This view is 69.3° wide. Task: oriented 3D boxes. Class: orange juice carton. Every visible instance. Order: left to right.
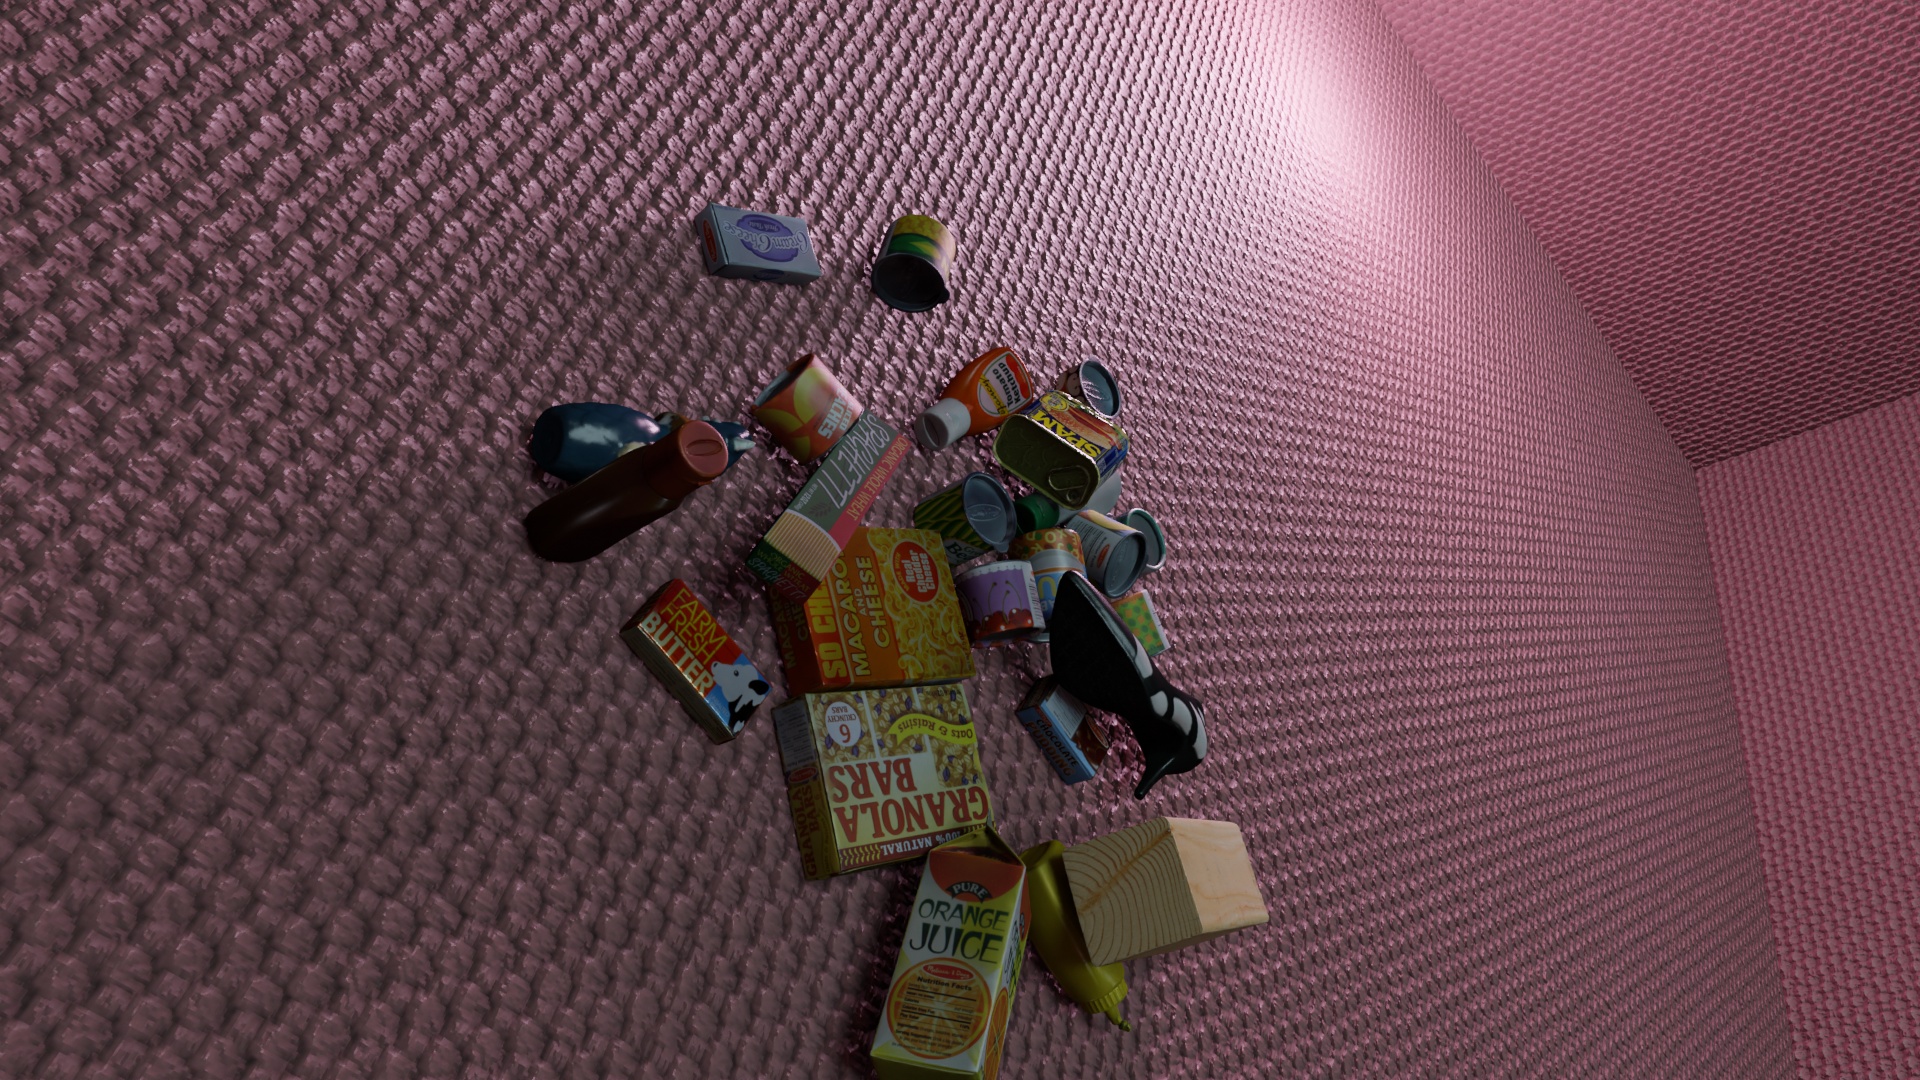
[{"bbox_3d":[0.002,0.283,0.955,0.071,0.073,0.194,82,19,-46],"label":"orange juice carton"}]

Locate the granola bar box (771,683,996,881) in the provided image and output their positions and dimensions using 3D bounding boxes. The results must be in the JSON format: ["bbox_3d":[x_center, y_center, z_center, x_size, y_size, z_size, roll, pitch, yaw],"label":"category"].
[{"bbox_3d":[-0.050,0.170,1.005,0.166,0.039,0.124,3,68,-48],"label":"granola bar box"}]

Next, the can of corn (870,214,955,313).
[{"bbox_3d":[-0.038,-0.243,1.224,0.071,0.071,0.058,40,44,-29],"label":"can of corn"}]

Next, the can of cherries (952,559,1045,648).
[{"bbox_3d":[0.030,0.054,1.145,0.071,0.071,0.058,5,68,-48],"label":"can of cherries"}]

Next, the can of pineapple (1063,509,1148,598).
[{"bbox_3d":[0.129,0.012,1.265,0.071,0.058,0.070,-32,135,-38],"label":"can of pineapple"}]

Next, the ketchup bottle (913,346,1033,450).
[{"bbox_3d":[0.011,-0.122,1.234,0.149,0.043,0.064,-40,108,-51],"label":"ketchup bottle"}]

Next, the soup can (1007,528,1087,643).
[{"bbox_3d":[0.078,0.038,1.202,0.071,0.071,0.084,14,60,-45],"label":"soup can"}]

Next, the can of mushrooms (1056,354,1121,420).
[{"bbox_3d":[0.129,-0.148,1.394,0.071,0.033,0.071,25,53,-38],"label":"can of mushrooms"}]

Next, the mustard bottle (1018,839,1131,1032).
[{"bbox_3d":[0.090,0.315,1.080,0.160,0.048,0.065,63,30,-3],"label":"mustard bottle"}]

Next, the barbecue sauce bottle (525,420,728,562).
[{"bbox_3d":[-0.201,-0.029,0.851,0.065,0.148,0.043,-14,82,-52],"label":"barbecue sauce bottle"}]

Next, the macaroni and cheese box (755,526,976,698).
[{"bbox_3d":[-0.069,0.053,1.047,0.167,0.040,0.124,2,67,-49],"label":"macaroni and cheese box"}]

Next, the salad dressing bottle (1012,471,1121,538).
[{"bbox_3d":[0.095,-0.038,1.287,0.148,0.044,0.064,-25,90,-51],"label":"salad dressing bottle"}]

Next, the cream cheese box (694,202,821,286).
[{"bbox_3d":[-0.161,-0.236,1.113,0.104,0.024,0.053,-5,74,-50],"label":"cream cheese box"}]

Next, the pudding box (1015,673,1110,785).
[{"bbox_3d":[0.088,0.160,1.179,0.083,0.030,0.050,54,38,-13],"label":"pudding box"}]

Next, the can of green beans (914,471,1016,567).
[{"bbox_3d":[0.004,-0.017,1.156,0.071,0.057,0.071,27,51,-39],"label":"can of green beans"}]

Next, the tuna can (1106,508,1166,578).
[{"bbox_3d":[0.169,0.001,1.358,0.071,0.032,0.071,26,52,-39],"label":"tuna can"}]

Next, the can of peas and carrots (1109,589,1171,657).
[{"bbox_3d":[0.148,0.084,1.264,0.071,0.070,0.059,-16,82,-52],"label":"can of peas and carrots"}]

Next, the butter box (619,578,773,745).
[{"bbox_3d":[-0.174,0.080,0.922,0.103,0.024,0.053,52,40,-15],"label":"butter box"}]

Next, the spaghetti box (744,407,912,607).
[{"bbox_3d":[-0.091,-0.032,1.025,0.050,0.028,0.251,38,28,-6],"label":"spaghetti box"}]

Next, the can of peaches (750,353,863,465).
[{"bbox_3d":[-0.116,-0.100,1.053,0.058,0.071,0.071,48,41,-19],"label":"can of peaches"}]
